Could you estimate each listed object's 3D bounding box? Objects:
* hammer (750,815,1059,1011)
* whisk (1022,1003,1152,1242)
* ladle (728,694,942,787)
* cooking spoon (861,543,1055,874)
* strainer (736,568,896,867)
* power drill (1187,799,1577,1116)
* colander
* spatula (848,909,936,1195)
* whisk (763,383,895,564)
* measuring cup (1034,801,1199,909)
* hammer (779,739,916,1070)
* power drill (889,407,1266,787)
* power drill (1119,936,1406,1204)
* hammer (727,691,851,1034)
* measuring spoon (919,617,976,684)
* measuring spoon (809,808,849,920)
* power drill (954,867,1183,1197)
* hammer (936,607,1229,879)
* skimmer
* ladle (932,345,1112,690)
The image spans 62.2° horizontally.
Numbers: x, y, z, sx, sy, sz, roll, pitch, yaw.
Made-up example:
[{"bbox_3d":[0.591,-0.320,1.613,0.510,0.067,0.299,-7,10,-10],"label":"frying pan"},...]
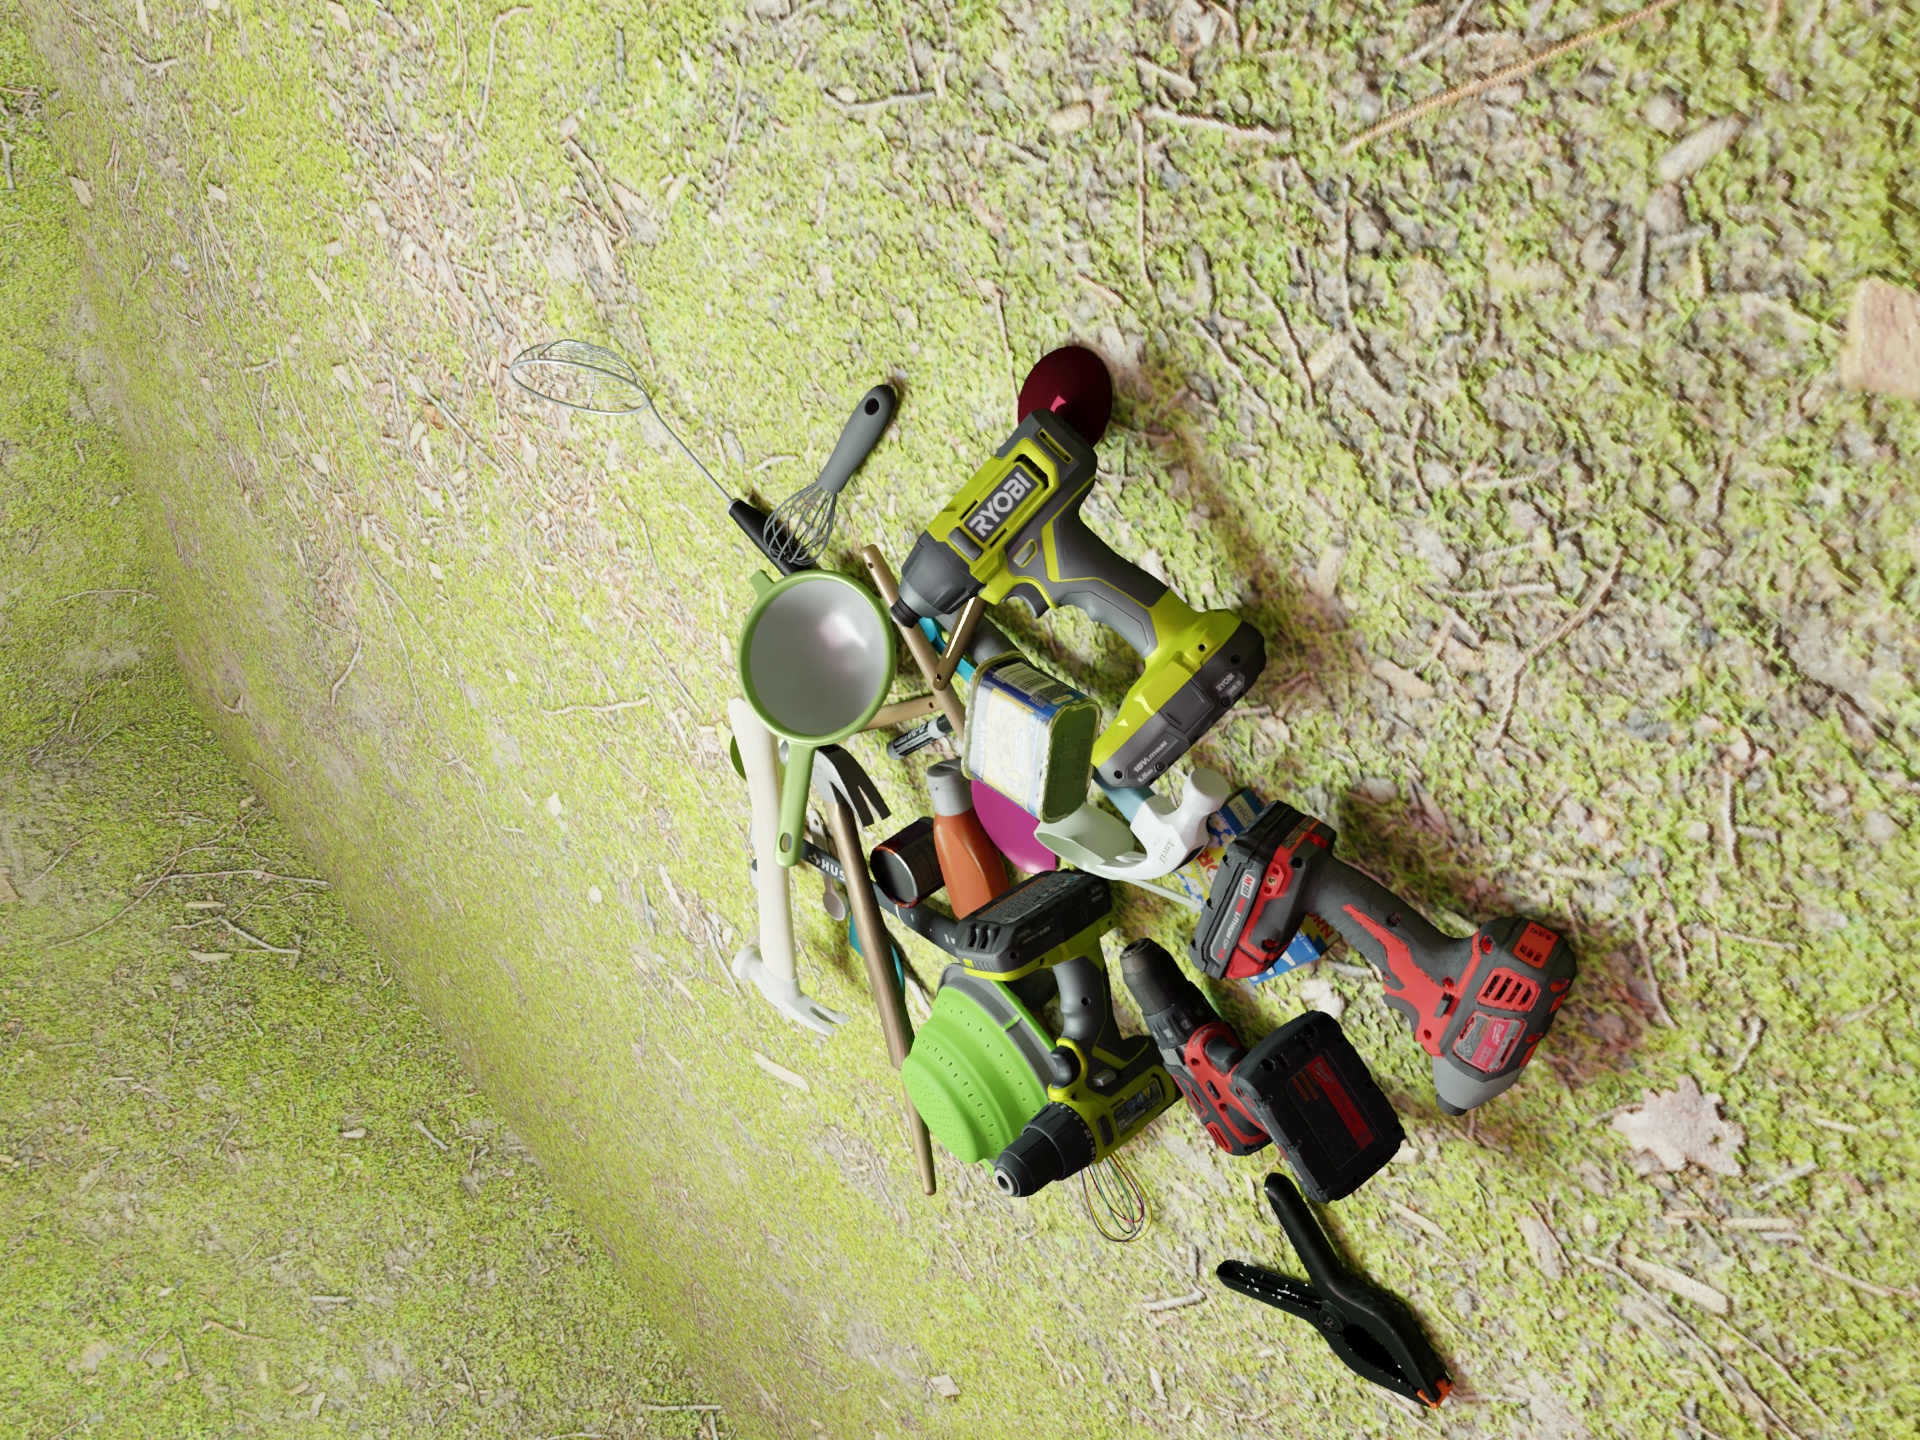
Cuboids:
[{"bbox_3d":[-0.065,0.171,1.533,0.409,0.036,0.149,25,125,37],"label":"hammer"},{"bbox_3d":[0.114,0.370,1.469,0.047,0.051,0.245,-22,94,35],"label":"whisk"},{"bbox_3d":[-0.114,0.011,1.462,0.320,0.062,0.078,-14,104,53],"label":"ladle"},{"bbox_3d":[-0.002,-0.004,1.312,0.069,0.017,0.318,-9,115,48],"label":"cooking spoon"},{"bbox_3d":[-0.121,-0.001,1.377,0.151,0.069,0.256,10,93,22],"label":"strainer"},{"bbox_3d":[0.268,0.157,1.027,0.220,0.078,0.143,28,124,22],"label":"power drill"},{"bbox_3d":[0.010,0.373,1.495,0.205,0.094,0.396,47,156,25],"label":"colander"},{"bbox_3d":[-0.065,0.319,1.563,0.082,0.044,0.318,101,161,-46],"label":"spatula"},{"bbox_3d":[-0.106,-0.198,1.298,0.055,0.055,0.239,53,142,8],"label":"whisk"},{"bbox_3d":[0.139,0.106,1.226,0.168,0.038,0.083,22,165,18],"label":"measuring cup"},{"bbox_3d":[-0.085,0.175,1.460,0.130,0.031,0.331,14,122,54],"label":"hammer"},{"bbox_3d":[0.075,-0.069,1.047,0.223,0.080,0.171,44,107,1],"label":"power drill"},{"bbox_3d":[0.206,0.249,1.170,0.188,0.080,0.227,57,165,-6],"label":"power drill"},{"bbox_3d":[-0.178,0.141,1.565,0.146,0.038,0.410,28,136,30],"label":"hammer"},{"bbox_3d":[0.002,-0.054,1.300,0.128,0.021,0.042,44,145,6],"label":"measuring spoon"},{"bbox_3d":[-0.134,0.147,1.636,0.034,0.018,0.124,7,115,45],"label":"measuring spoon"},{"bbox_3d":[0.079,0.253,1.285,0.080,0.190,0.228,-2,110,53],"label":"power drill"},{"bbox_3d":[0.065,-0.011,1.194,0.331,0.033,0.128,48,139,29],"label":"hammer"},{"bbox_3d":[-0.265,-0.217,1.445,0.363,0.090,0.127,47,178,12],"label":"skimmer"},{"bbox_3d":[0.031,-0.131,1.143,0.069,0.031,0.315,43,136,18],"label":"ladle"}]
